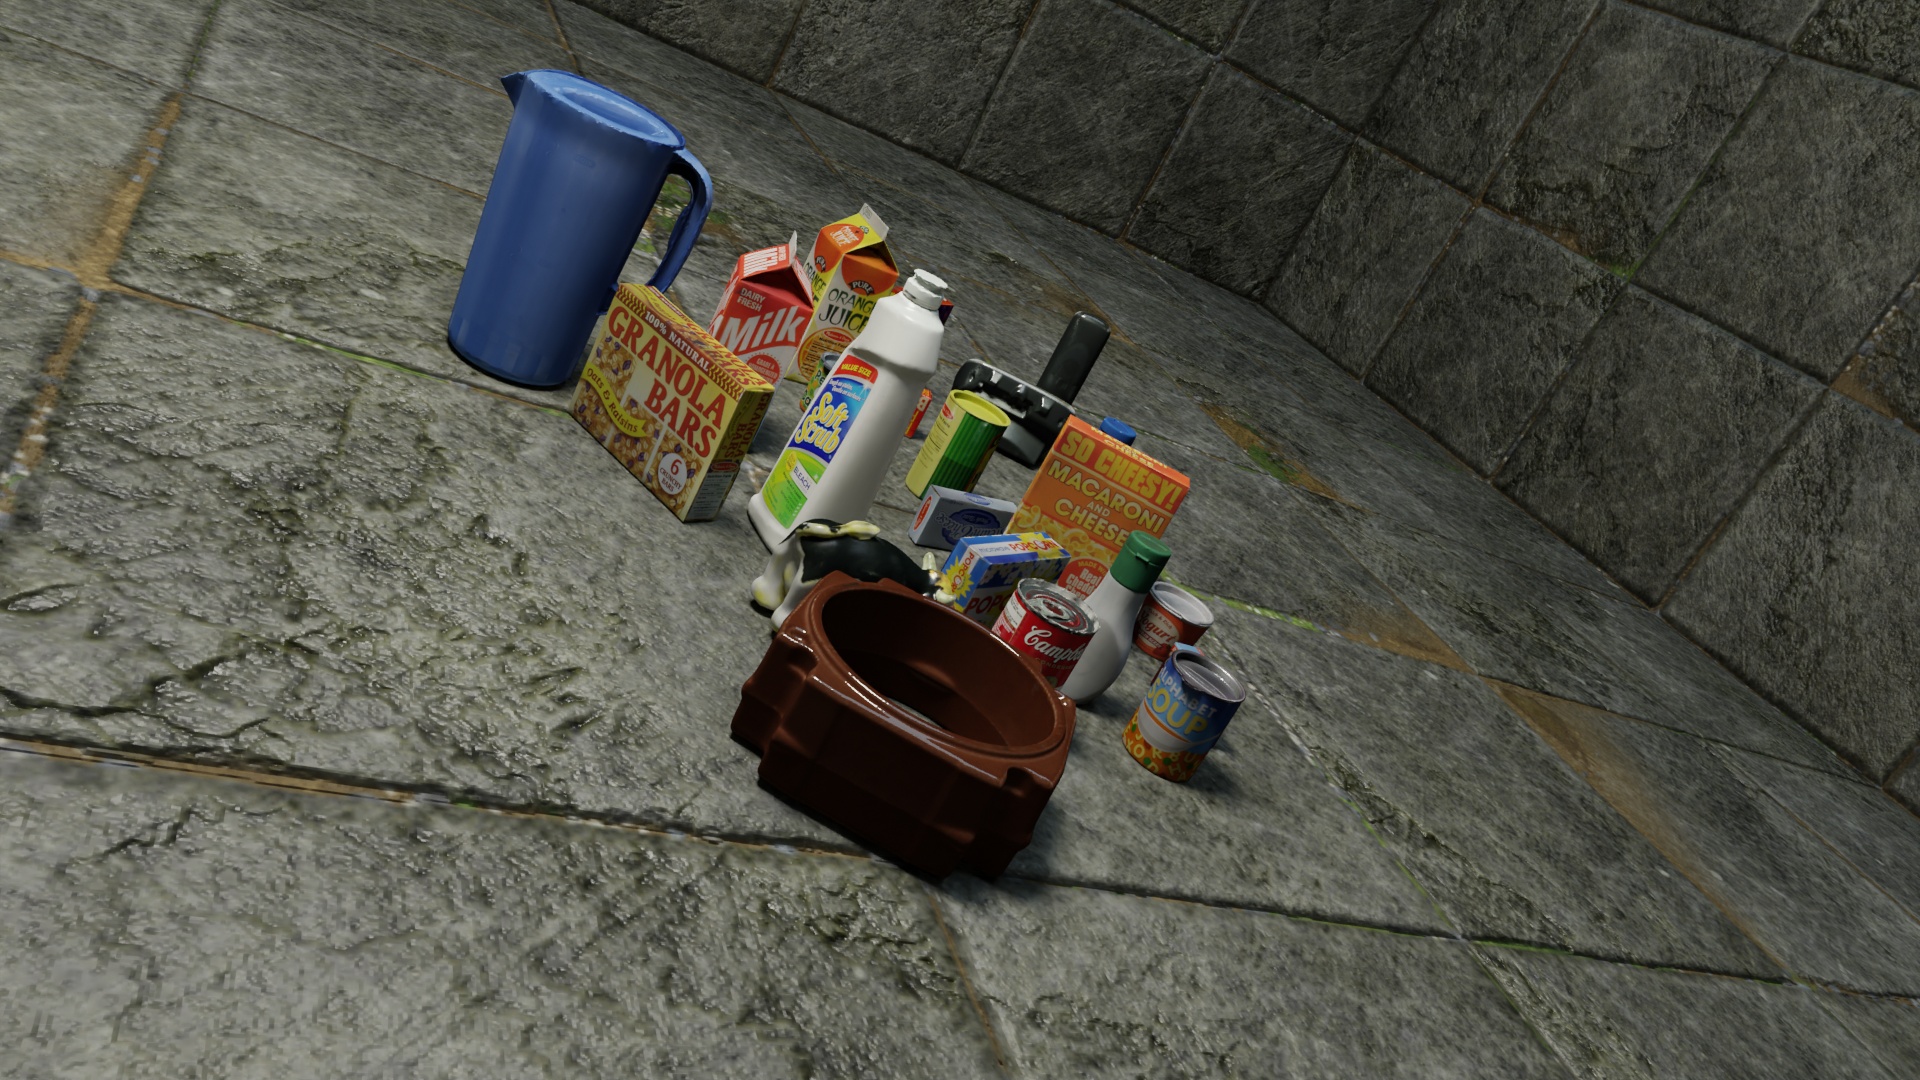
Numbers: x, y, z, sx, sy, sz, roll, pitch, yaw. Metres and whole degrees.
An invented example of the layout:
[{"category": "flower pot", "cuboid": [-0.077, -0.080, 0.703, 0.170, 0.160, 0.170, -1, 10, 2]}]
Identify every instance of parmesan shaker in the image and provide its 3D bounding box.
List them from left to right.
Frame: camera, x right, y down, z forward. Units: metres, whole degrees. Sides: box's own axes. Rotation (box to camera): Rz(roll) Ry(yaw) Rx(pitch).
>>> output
[{"category": "parmesan shaker", "cuboid": [-0.004, -0.089, 1.371, 0.071, 0.102, 0.071, 25, 21, -10]}]

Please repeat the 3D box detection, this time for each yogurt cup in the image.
[{"category": "yogurt cup", "cuboid": [0.196, 0.079, 1.304, 0.072, 0.053, 0.073, 25, 21, -10]}]

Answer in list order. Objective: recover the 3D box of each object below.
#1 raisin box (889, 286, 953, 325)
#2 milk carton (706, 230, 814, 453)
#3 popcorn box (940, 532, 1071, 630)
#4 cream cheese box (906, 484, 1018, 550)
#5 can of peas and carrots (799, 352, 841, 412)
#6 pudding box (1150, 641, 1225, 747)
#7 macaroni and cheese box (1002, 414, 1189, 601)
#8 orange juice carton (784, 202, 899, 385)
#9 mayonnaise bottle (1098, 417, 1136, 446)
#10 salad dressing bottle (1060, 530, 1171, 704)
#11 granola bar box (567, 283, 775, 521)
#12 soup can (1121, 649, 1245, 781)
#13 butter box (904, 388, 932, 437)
[{"category": "raisin box", "cuboid": [-0.067, -0.224, 1.573, 0.040, 0.123, 0.086, 37, 22, 21]}, {"category": "milk carton", "cuboid": [-0.185, -0.183, 1.240, 0.073, 0.189, 0.072, 22, 22, -18]}, {"category": "popcorn box", "cuboid": [0.028, 0.039, 1.143, 0.038, 0.085, 0.127, 40, 24, 27]}, {"category": "cream cheese box", "cuboid": [0.005, -0.016, 1.284, 0.104, 0.053, 0.024, 11, 27, -38]}, {"category": "can of peas and carrots", "cuboid": [-0.126, -0.151, 1.424, 0.071, 0.058, 0.071, 25, 21, -10]}, {"category": "pudding box", "cuboid": [0.202, 0.132, 1.196, 0.030, 0.049, 0.084, 17, 24, -28]}, {"category": "macaroni and cheese box", "cuboid": [0.112, -0.012, 1.251, 0.124, 0.165, 0.040, 28, 21, -2]}, {"category": "orange juice carton", "cuboid": [-0.130, -0.262, 1.485, 0.073, 0.192, 0.072, 14, 25, -34]}, {"category": "mayonnaise bottle", "cuboid": [0.123, -0.052, 1.381, 0.041, 0.147, 0.065, 15, 24, -32]}, {"category": "salad dressing bottle", "cuboid": [0.118, 0.062, 1.116, 0.064, 0.147, 0.044, 32, 21, 8]}, {"category": "granola bar box", "cuboid": [-0.233, -0.111, 1.108, 0.166, 0.123, 0.039, 40, 23, 27]}, {"category": "soup can", "cuboid": [0.174, 0.139, 1.098, 0.071, 0.083, 0.071, 25, 21, -10]}, {"category": "butter box", "cuboid": [-0.087, -0.155, 1.487, 0.103, 0.053, 0.024, 23, 21, -13]}]
